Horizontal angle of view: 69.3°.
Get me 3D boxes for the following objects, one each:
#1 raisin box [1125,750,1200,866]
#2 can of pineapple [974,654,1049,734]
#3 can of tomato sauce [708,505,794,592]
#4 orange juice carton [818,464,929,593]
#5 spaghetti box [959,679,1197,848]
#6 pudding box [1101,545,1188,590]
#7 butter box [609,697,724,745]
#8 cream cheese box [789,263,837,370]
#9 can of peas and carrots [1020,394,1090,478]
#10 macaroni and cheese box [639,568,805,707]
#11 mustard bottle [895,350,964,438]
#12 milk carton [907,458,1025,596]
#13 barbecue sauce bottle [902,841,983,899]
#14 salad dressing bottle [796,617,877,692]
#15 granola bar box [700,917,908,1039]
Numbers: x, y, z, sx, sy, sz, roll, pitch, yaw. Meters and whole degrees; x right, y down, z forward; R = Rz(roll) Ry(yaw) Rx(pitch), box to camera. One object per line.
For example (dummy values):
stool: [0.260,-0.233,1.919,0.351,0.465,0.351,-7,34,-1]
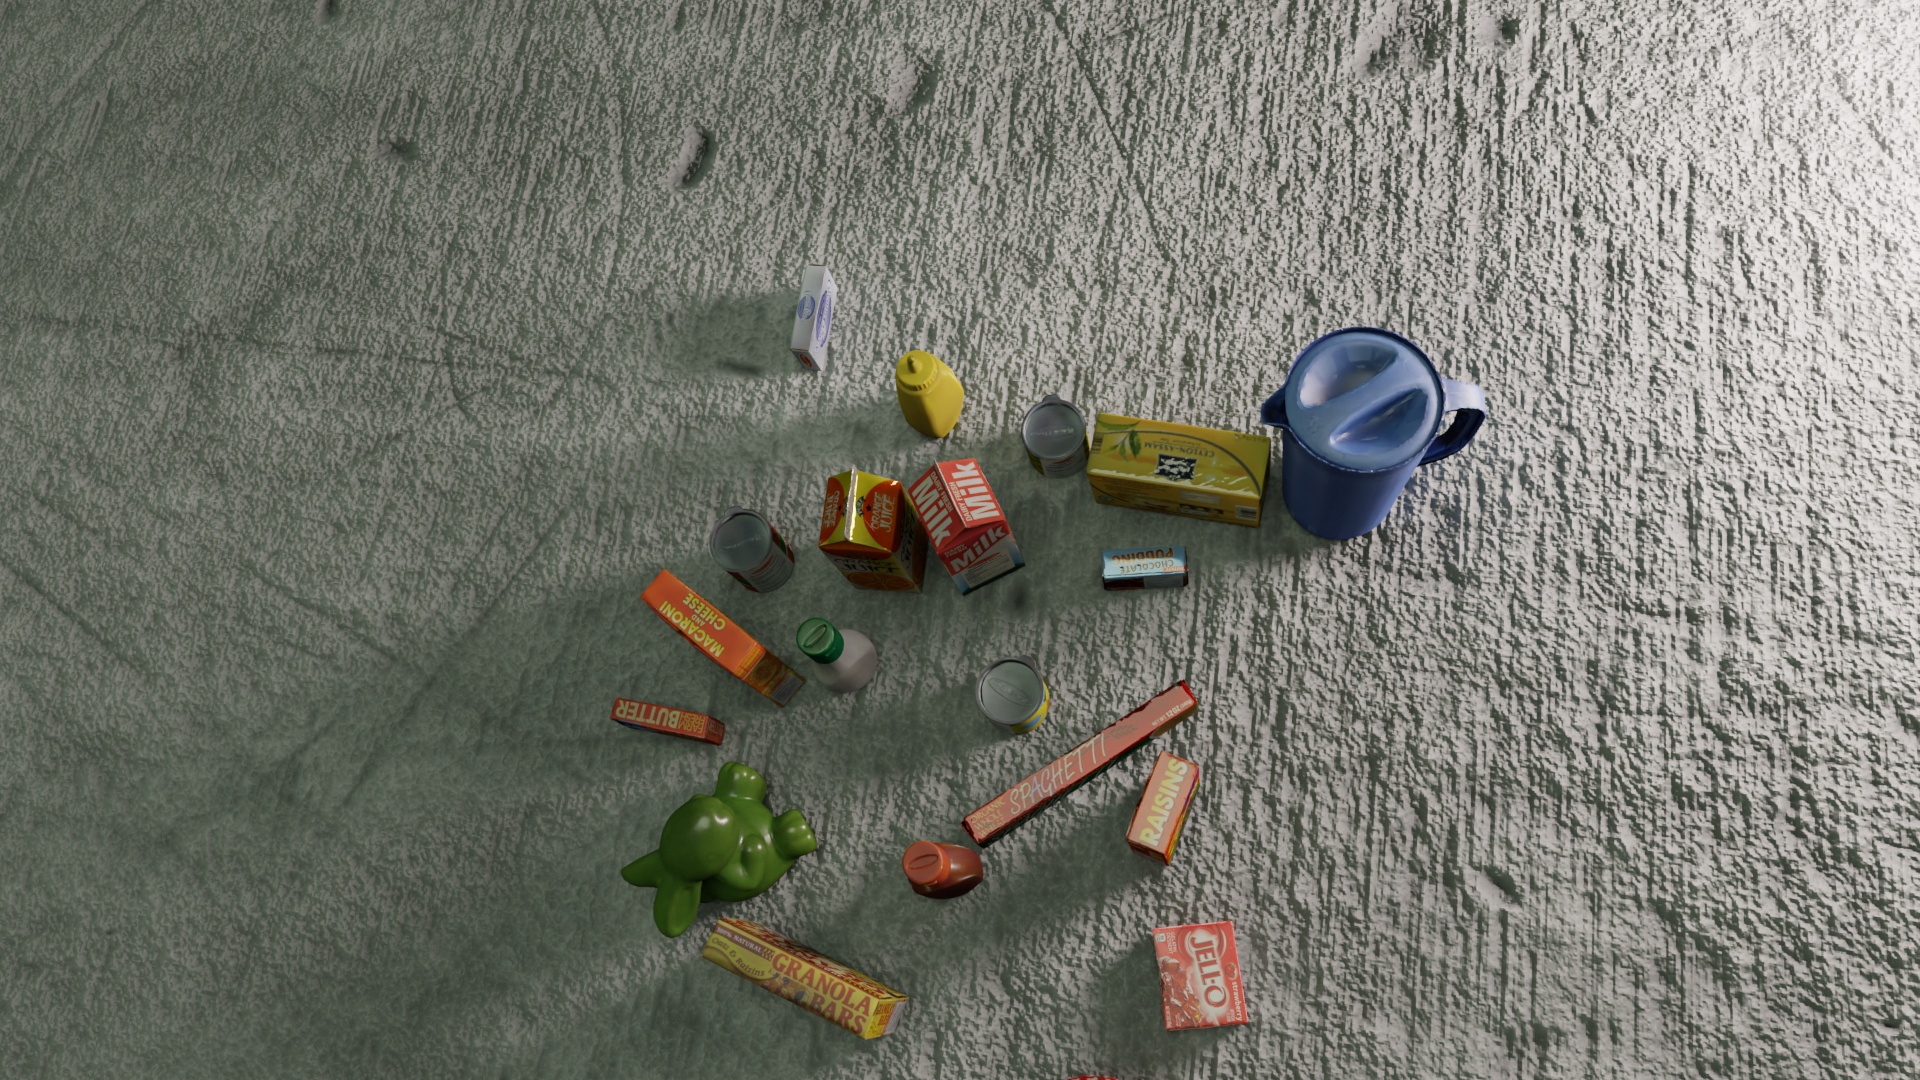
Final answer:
raisin box: [0.184,0.243,1.253,0.040,0.123,0.086,21,77,15]
can of pineapple: [0.052,0.149,1.340,0.071,0.057,0.071,-3,72,9]
can of tomato sauce: [-0.213,0.010,1.418,0.071,0.083,0.071,-3,72,9]
orange juice carton: [-0.085,-0.009,1.344,0.073,0.192,0.072,4,73,11]
spaghetti box: [0.114,0.213,1.313,0.250,0.050,0.029,-32,70,-2]
pudding box: [0.181,0.028,1.362,0.084,0.049,0.030,-4,72,9]
butter box: [-0.292,0.182,1.391,0.103,0.053,0.024,9,75,12]
cream cheese box: [-0.159,-0.241,1.506,0.024,0.053,0.104,5,73,11]
can of peas and carrots: [0.097,-0.105,1.415,0.071,0.058,0.071,-3,72,9]
macaroni and cheese box: [-0.228,0.098,1.347,0.124,0.166,0.040,36,82,18]
mustard bottle: [-0.036,-0.156,1.400,0.049,0.160,0.065,25,79,16]
milk carton: [0.005,-0.017,1.332,0.073,0.190,0.072,-26,70,1]
barbecue sauce bottle: [-0.020,0.297,1.257,0.065,0.148,0.044,-19,71,4]
salad dressing bottle: [-0.120,0.108,1.335,0.064,0.147,0.044,-43,71,-5]
granola bar box: [-0.138,0.395,1.258,0.166,0.124,0.039,21,78,16]
